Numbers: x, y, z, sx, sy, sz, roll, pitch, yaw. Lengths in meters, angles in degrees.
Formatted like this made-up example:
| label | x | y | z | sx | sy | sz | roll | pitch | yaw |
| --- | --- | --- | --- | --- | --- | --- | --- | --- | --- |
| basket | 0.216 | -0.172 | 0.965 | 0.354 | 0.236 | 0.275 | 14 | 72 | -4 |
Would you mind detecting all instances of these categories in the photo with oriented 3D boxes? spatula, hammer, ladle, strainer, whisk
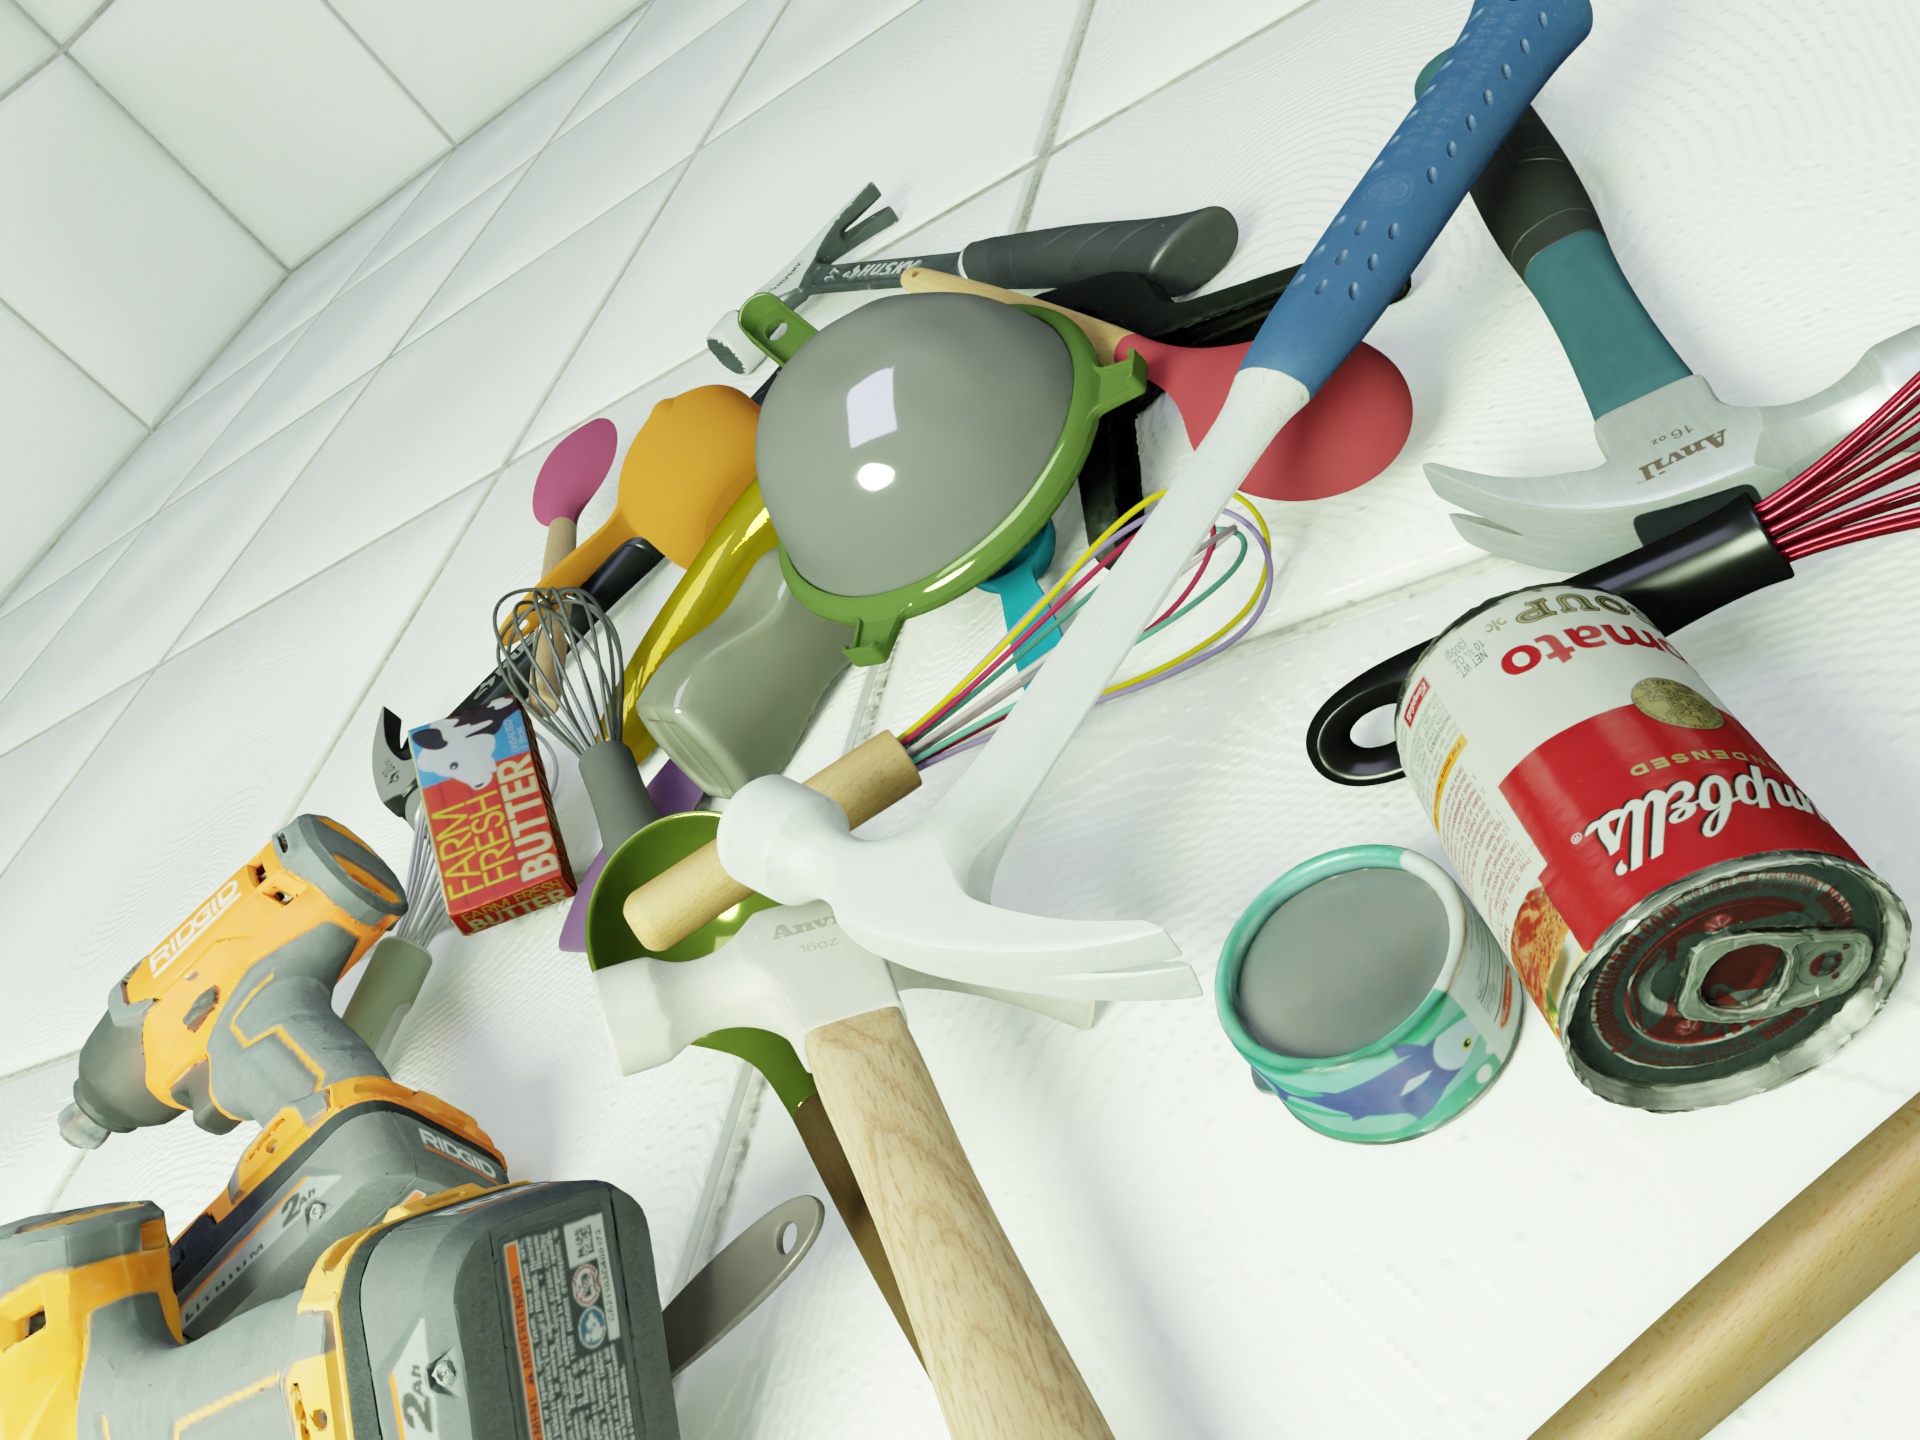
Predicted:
| label | x | y | z | sx | sy | sz | roll | pitch | yaw |
| --- | --- | --- | --- | --- | --- | --- | --- | --- | --- |
| spatula | -0.091 | -0.030 | 0.717 | 0.060 | 0.018 | 0.316 | -6 | 47 | 49 |
| hammer | -0.193 | -0.079 | 0.872 | 0.335 | 0.035 | 0.146 | -49 | 33 | -11 |
| ladle | -0.038 | 0.119 | 0.444 | 0.078 | 0.062 | 0.320 | -41 | 34 | -4 |
| strainer | -0.050 | -0.141 | 0.637 | 0.151 | 0.069 | 0.257 | -46 | 43 | 3 |
| ladle | 0.054 | -0.150 | 0.628 | 0.069 | 0.031 | 0.316 | -45 | 38 | -6 |
| whisk | -0.002 | -0.003 | 0.514 | 0.245 | 0.047 | 0.051 | -33 | 41 | -9 |
| whisk | 0.211 | -0.053 | 0.375 | 0.296 | 0.073 | 0.073 | -30 | 33 | 29 |
| hammer | 0.095 | -0.092 | 0.485 | 0.144 | 0.035 | 0.405 | 20 | 65 | 37 |
| hammer | 0.203 | -0.161 | 0.537 | 0.128 | 0.033 | 0.331 | -26 | 35 | 23 |
| hammer | 0.000 | -0.249 | 0.866 | 0.149 | 0.036 | 0.409 | -50 | 33 | -15 |
| whisk | -0.150 | 0.017 | 0.660 | 0.055 | 0.055 | 0.239 | -39 | 47 | 6 |
| whisk | -0.243 | 0.097 | 0.711 | 0.057 | 0.059 | 0.247 | 117 | 170 | -54 |
| hammer | 0.013 | 0.145 | 0.343 | 0.130 | 0.031 | 0.332 | -16 | 36 | -14 |

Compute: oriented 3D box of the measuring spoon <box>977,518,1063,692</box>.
| label | x | y | z | sx | sy | sz | roll | pitch | yaw |
| --- | --- | --- | --- | --- | --- | --- | --- | --- | --- |
| measuring spoon | 0.030 | -0.036 | 0.599 | 0.042 | 0.021 | 0.129 | -32 | 42 | 17 |

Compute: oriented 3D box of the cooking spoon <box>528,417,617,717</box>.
| label | x | y | z | sx | sy | sz | roll | pitch | yaw |
| --- | --- | --- | --- | --- | --- | --- | --- | --- | --- |
| cooking spoon | -0.217 | -0.093 | 0.865 | 0.069 | 0.017 | 0.319 | -35 | 33 | 12 |

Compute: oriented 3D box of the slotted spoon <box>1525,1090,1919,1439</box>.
| label | x | y | z | sx | sy | sz | roll | pitch | yaw |
| --- | --- | --- | --- | --- | --- | --- | --- | --- | --- |
| slotted spoon | 0.187 | 0.066 | 0.287 | 0.314 | 0.031 | 0.070 | -43 | 31 | 2 |

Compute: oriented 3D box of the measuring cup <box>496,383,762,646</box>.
| label | x | y | z | sx | sy | sz | roll | pitch | yaw |
| --- | --- | --- | --- | --- | --- | --- | --- | --- | --- |
| measuring cup | -0.146 | -0.085 | 0.769 | 0.052 | 0.095 | 0.173 | 38 | 75 | 27 |

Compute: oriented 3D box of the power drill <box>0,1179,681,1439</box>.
| label | x | y | z | sx | sy | sz | roll | pitch | yaw |
| --- | --- | --- | --- | --- | --- | --- | --- | --- | --- |
| power drill | -0.181 | 0.217 | 0.419 | 0.226 | 0.084 | 0.185 | -14 | 81 | 26 |

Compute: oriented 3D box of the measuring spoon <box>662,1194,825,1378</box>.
| label | x | y | z | sx | sy | sz | roll | pitch | yaw |
| --- | --- | --- | --- | --- | --- | --- | --- | --- | --- |
| measuring spoon | -0.072 | 0.169 | 0.433 | 0.124 | 0.018 | 0.034 | -47 | 41 | 19 |

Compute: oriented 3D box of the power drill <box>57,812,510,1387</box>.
| label | x | y | z | sx | sy | sz | roll | pitch | yaw |
| --- | --- | --- | --- | --- | --- | --- | --- | --- | --- |
| power drill | -0.266 | 0.152 | 0.598 | 0.164 | 0.084 | 0.227 | -44 | 42 | -2 |
